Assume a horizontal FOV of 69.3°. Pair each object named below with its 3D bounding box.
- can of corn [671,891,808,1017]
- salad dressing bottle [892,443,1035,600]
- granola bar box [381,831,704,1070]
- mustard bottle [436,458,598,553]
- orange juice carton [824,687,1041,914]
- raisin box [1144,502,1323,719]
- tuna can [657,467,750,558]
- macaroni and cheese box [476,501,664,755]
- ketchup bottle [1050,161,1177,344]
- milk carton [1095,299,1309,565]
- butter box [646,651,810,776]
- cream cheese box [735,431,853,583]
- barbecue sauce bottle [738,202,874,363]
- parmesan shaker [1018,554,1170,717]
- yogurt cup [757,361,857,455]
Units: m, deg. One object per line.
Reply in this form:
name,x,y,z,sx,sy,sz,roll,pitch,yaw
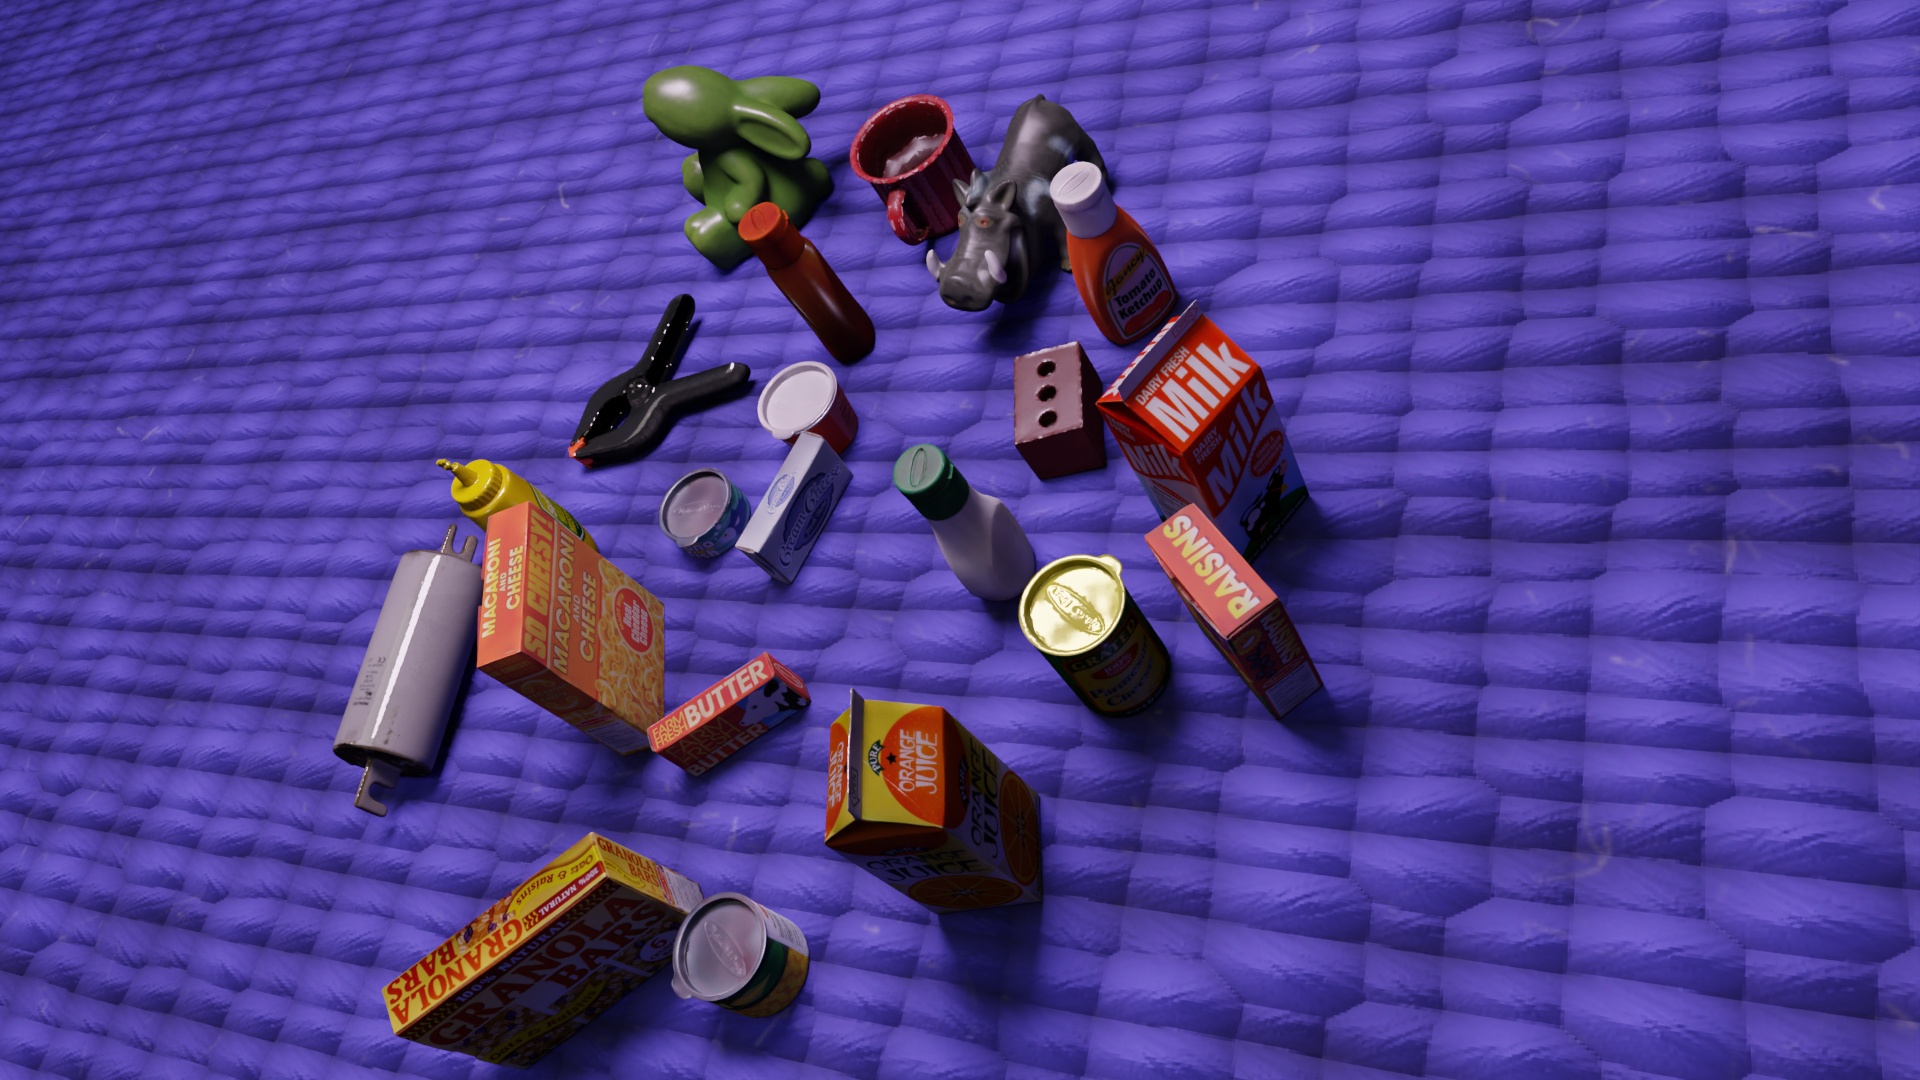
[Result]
can of corn,-0.139,0.264,0.874,0.071,0.058,0.071,-12,57,20
salad dressing bottle,0.003,-0.011,0.913,0.044,0.147,0.064,-5,60,24
granola bar box,-0.259,0.267,0.890,0.165,0.124,0.039,-37,52,2
mustard bottle,-0.349,-0.022,1.086,0.049,0.159,0.065,-40,52,0
orange juice carton,-0.020,0.152,0.797,0.073,0.192,0.072,-13,57,20
raisin box,0.161,0.043,0.817,0.040,0.123,0.086,-37,52,3
tuna can,-0.201,-0.019,1.092,0.071,0.032,0.071,-12,57,20
macaroni and cheese box,-0.274,0.066,0.991,0.040,0.166,0.124,-19,55,15
ketchup bottle,0.104,-0.203,0.978,0.065,0.148,0.044,-41,52,-1
milk carton,0.146,-0.065,0.847,0.072,0.190,0.073,-49,53,-7
butter box,-0.162,0.123,0.974,0.103,0.053,0.024,-33,52,5
cream cheese box,-0.123,-0.024,1.043,0.024,0.053,0.104,17,70,33
barbecue sauce bottle,-0.120,-0.204,1.090,0.043,0.148,0.065,-32,53,7
parmesan shaker,0.087,0.059,0.857,0.071,0.102,0.071,-12,57,20
yogurt cup,-0.116,-0.098,1.084,0.072,0.053,0.073,-12,57,20
